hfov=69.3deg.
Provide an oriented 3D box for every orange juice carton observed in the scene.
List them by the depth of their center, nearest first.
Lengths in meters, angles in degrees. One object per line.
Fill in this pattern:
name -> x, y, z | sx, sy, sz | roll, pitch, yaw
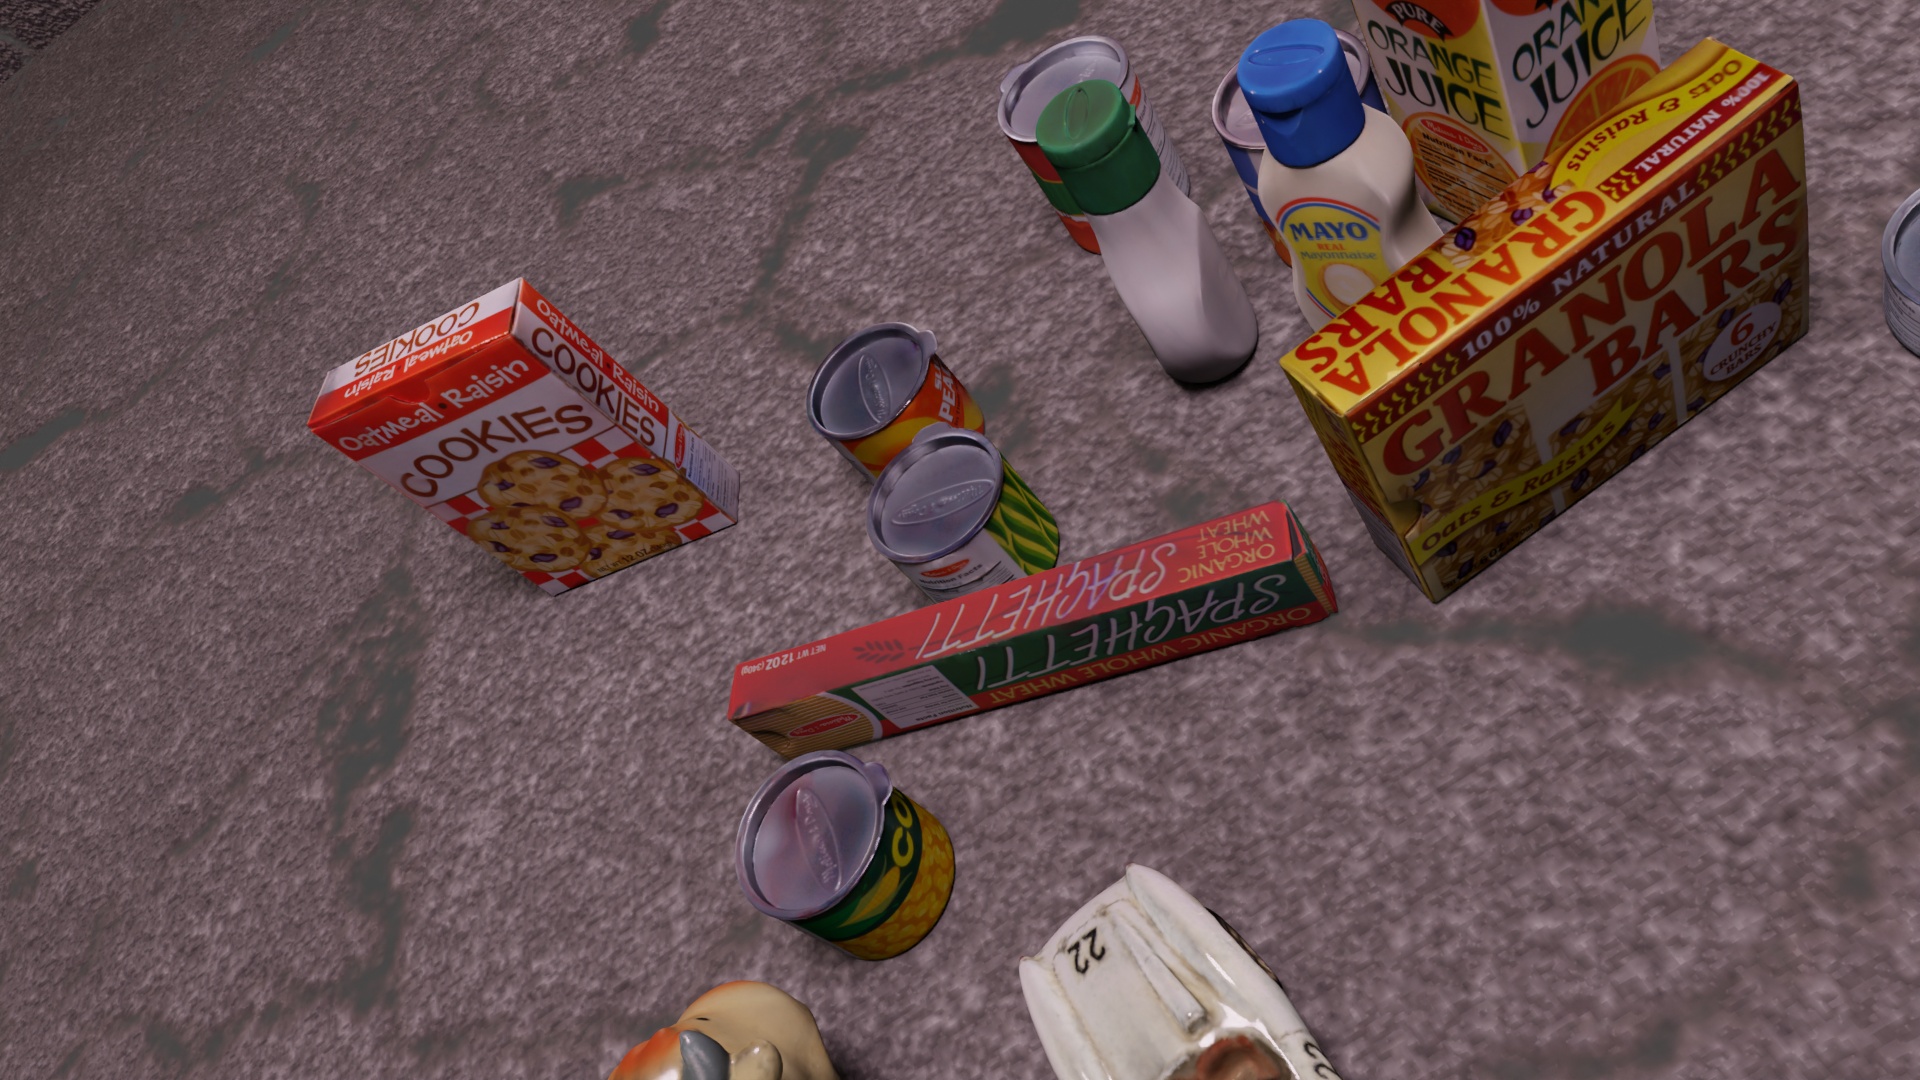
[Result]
orange juice carton -> 0.199, -0.197, 0.514 | 0.072, 0.192, 0.073 | -45, 47, -1

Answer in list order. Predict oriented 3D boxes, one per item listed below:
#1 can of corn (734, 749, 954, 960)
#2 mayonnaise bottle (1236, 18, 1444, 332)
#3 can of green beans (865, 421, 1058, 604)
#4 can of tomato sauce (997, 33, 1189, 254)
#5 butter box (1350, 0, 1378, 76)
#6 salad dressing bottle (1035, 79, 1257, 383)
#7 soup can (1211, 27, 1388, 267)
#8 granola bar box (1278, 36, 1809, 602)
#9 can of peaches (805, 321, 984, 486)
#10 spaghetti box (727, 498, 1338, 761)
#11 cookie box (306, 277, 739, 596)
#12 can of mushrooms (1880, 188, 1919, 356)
can of corn -> -0.042, 0.122, 0.541 | 0.071, 0.058, 0.071 | -17, 52, 23
mayonnaise bottle -> 0.146, -0.131, 0.532 | 0.065, 0.147, 0.041 | 9, 65, 37
can of green beans -> 0.002, -0.006, 0.601 | 0.071, 0.057, 0.071 | -17, 52, 23
can of tomato sauce -> 0.064, -0.189, 0.670 | 0.071, 0.083, 0.071 | -17, 52, 23
butter box -> 0.223, -0.269, 0.644 | 0.024, 0.053, 0.103 | 30, 79, 42
salad dressing bottle -> 0.079, -0.124, 0.572 | 0.044, 0.147, 0.064 | -12, 54, 27
soup can -> 0.153, -0.167, 0.597 | 0.071, 0.083, 0.072 | -17, 52, 23
granola bar box -> 0.202, -0.066, 0.468 | 0.165, 0.124, 0.039 | -37, 47, 5
can of peaches -> -0.028, -0.061, 0.658 | 0.071, 0.058, 0.071 | -17, 52, 23
spaghetti box -> 0.023, 0.041, 0.560 | 0.249, 0.050, 0.029 | -18, 52, 22
cookie box -> -0.209, -0.043, 0.688 | 0.123, 0.167, 0.040 | -20, 51, 21
can of mushrooms -> 0.344, -0.090, 0.456 | 0.071, 0.033, 0.071 | -17, 52, 23
